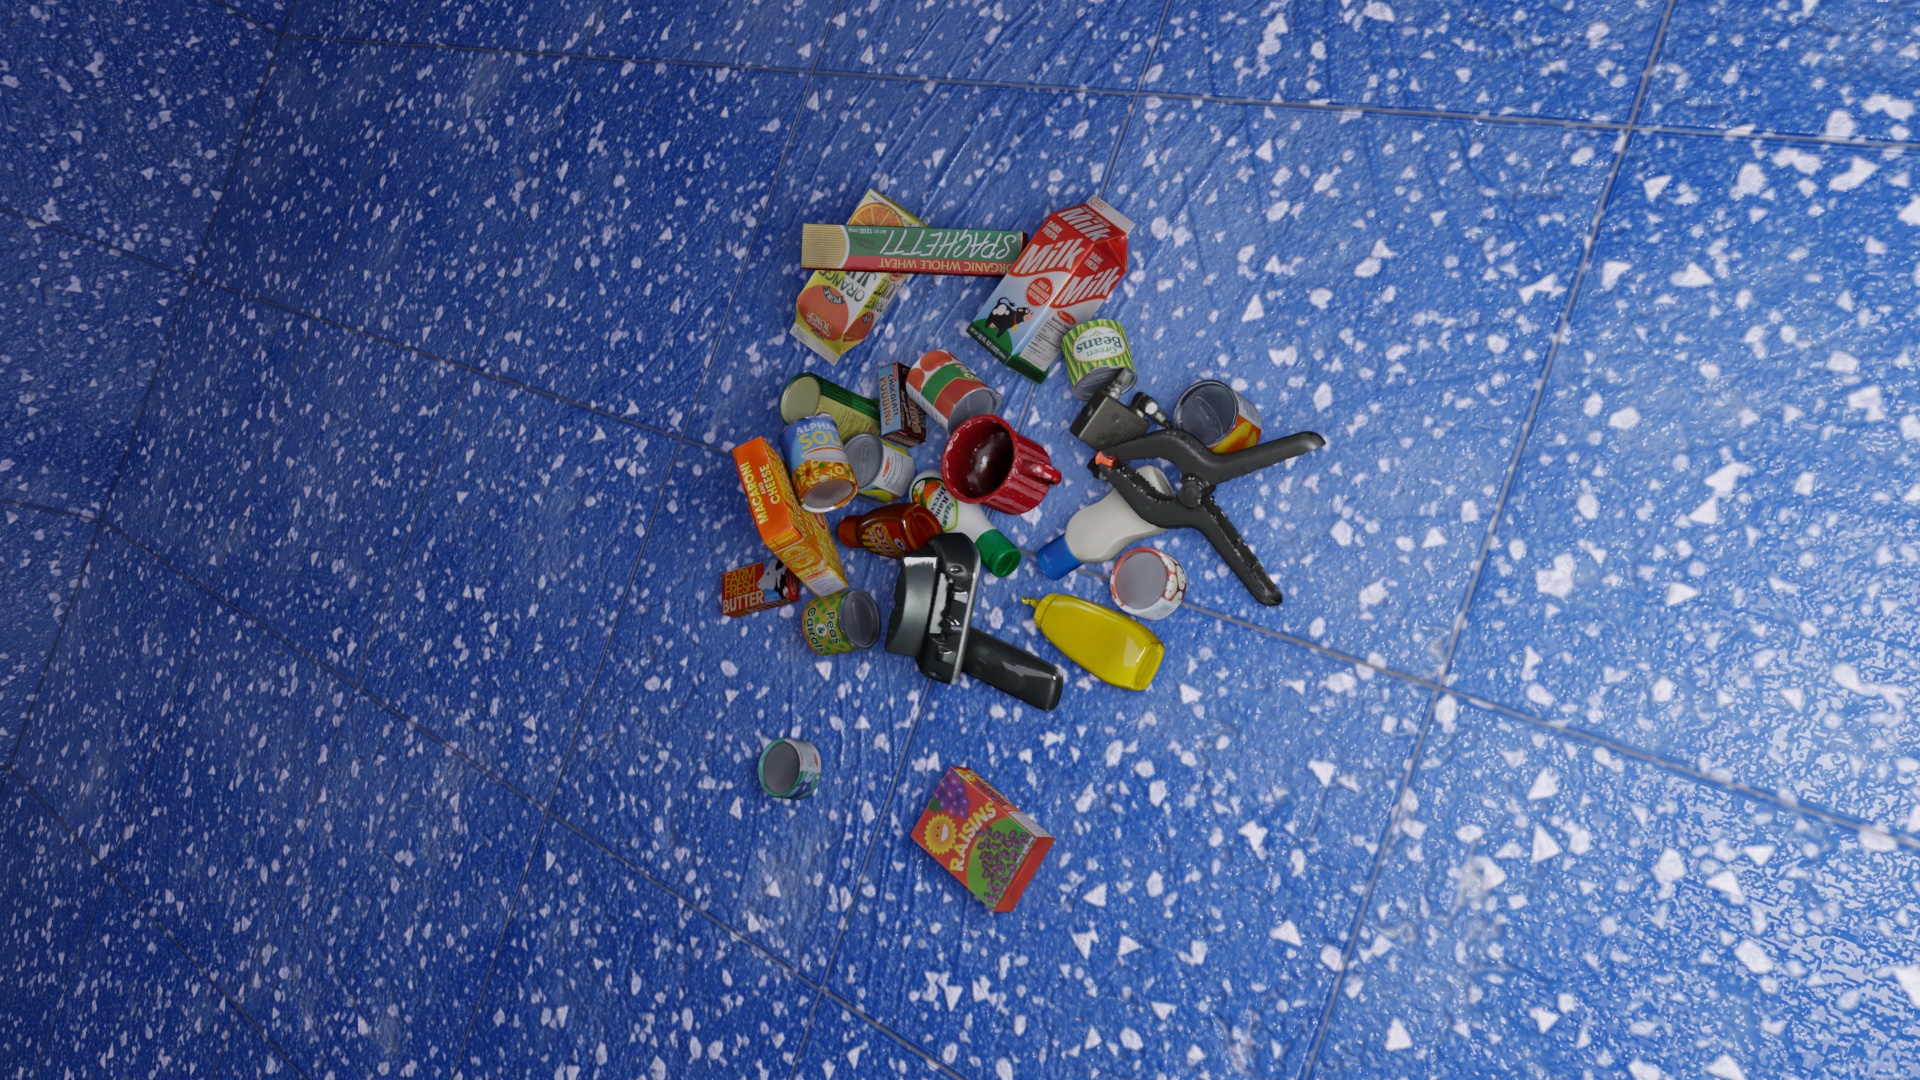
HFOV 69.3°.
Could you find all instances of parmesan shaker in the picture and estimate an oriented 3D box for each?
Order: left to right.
[{"bbox_3d":[-0.144,-0.145,1.553,0.071,0.103,0.071,-11,71,33],"label":"parmesan shaker"}]

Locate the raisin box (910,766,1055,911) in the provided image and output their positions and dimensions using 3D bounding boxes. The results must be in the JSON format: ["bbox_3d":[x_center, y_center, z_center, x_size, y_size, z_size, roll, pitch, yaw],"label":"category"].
[{"bbox_3d":[0.021,0.289,1.354,0.123,0.040,0.086,34,99,36],"label":"raisin box"}]

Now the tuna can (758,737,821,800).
[{"bbox_3d":[-0.189,0.251,1.518,0.071,0.033,0.071,-11,71,33],"label":"tuna can"}]

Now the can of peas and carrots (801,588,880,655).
[{"bbox_3d":[-0.130,0.089,1.498,0.058,0.071,0.071,-13,70,33],"label":"can of peas and carrots"}]

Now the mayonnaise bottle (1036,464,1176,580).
[{"bbox_3d":[0.141,-0.012,1.351,0.147,0.041,0.065,-33,67,25],"label":"mayonnaise bottle"}]

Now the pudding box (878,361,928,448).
[{"bbox_3d":[-0.063,-0.149,1.530,0.030,0.049,0.084,-17,67,33],"label":"pudding box"}]

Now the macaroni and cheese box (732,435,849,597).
[{"bbox_3d":[-0.183,-0.022,1.505,0.040,0.166,0.124,-26,62,6],"label":"macaroni and cheese box"}]

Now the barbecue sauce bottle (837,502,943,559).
[{"bbox_3d":[-0.078,-0.009,1.483,0.044,0.064,0.148,-43,24,-27],"label":"barbecue sauce bottle"}]

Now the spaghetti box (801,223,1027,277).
[{"bbox_3d":[-0.051,-0.316,1.514,0.250,0.029,0.050,4,97,11],"label":"spaghetti box"}]

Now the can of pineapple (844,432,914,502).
[{"bbox_3d":[-0.094,-0.080,1.528,0.071,0.058,0.071,-11,71,33],"label":"can of pineapple"}]

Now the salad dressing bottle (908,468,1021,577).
[{"bbox_3d":[0.005,-0.018,1.448,0.148,0.044,0.064,43,115,35],"label":"salad dressing bottle"}]

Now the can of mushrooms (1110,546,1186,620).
[{"bbox_3d":[0.177,0.038,1.316,0.071,0.033,0.071,-10,72,34],"label":"can of mushrooms"}]

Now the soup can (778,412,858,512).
[{"bbox_3d":[-0.151,-0.083,1.489,0.071,0.071,0.084,-36,59,23],"label":"soup can"}]

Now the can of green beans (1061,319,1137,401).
[{"bbox_3d":[0.138,-0.179,1.385,0.071,0.071,0.058,-25,64,28],"label":"can of green beans"}]

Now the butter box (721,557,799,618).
[{"bbox_3d":[-0.232,0.054,1.610,0.103,0.024,0.053,-16,68,31],"label":"butter box"}]

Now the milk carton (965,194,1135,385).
[{"bbox_3d":[0.100,-0.264,1.431,0.190,0.073,0.072,-52,54,12],"label":"milk carton"}]

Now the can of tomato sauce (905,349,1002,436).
[{"bbox_3d":[-0.008,-0.157,1.484,0.071,0.071,0.083,-53,53,12],"label":"can of tomato sauce"}]

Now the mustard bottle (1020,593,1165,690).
[{"bbox_3d":[0.120,0.087,1.334,0.160,0.049,0.065,30,95,38],"label":"mustard bottle"}]

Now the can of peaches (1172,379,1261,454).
[{"bbox_3d":[0.239,-0.109,1.298,0.071,0.058,0.071,-10,72,33],"label":"can of peaches"}]

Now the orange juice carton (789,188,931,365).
[{"bbox_3d":[-0.117,-0.297,1.585,0.072,0.073,0.192,38,101,11],"label":"orange juice carton"}]
